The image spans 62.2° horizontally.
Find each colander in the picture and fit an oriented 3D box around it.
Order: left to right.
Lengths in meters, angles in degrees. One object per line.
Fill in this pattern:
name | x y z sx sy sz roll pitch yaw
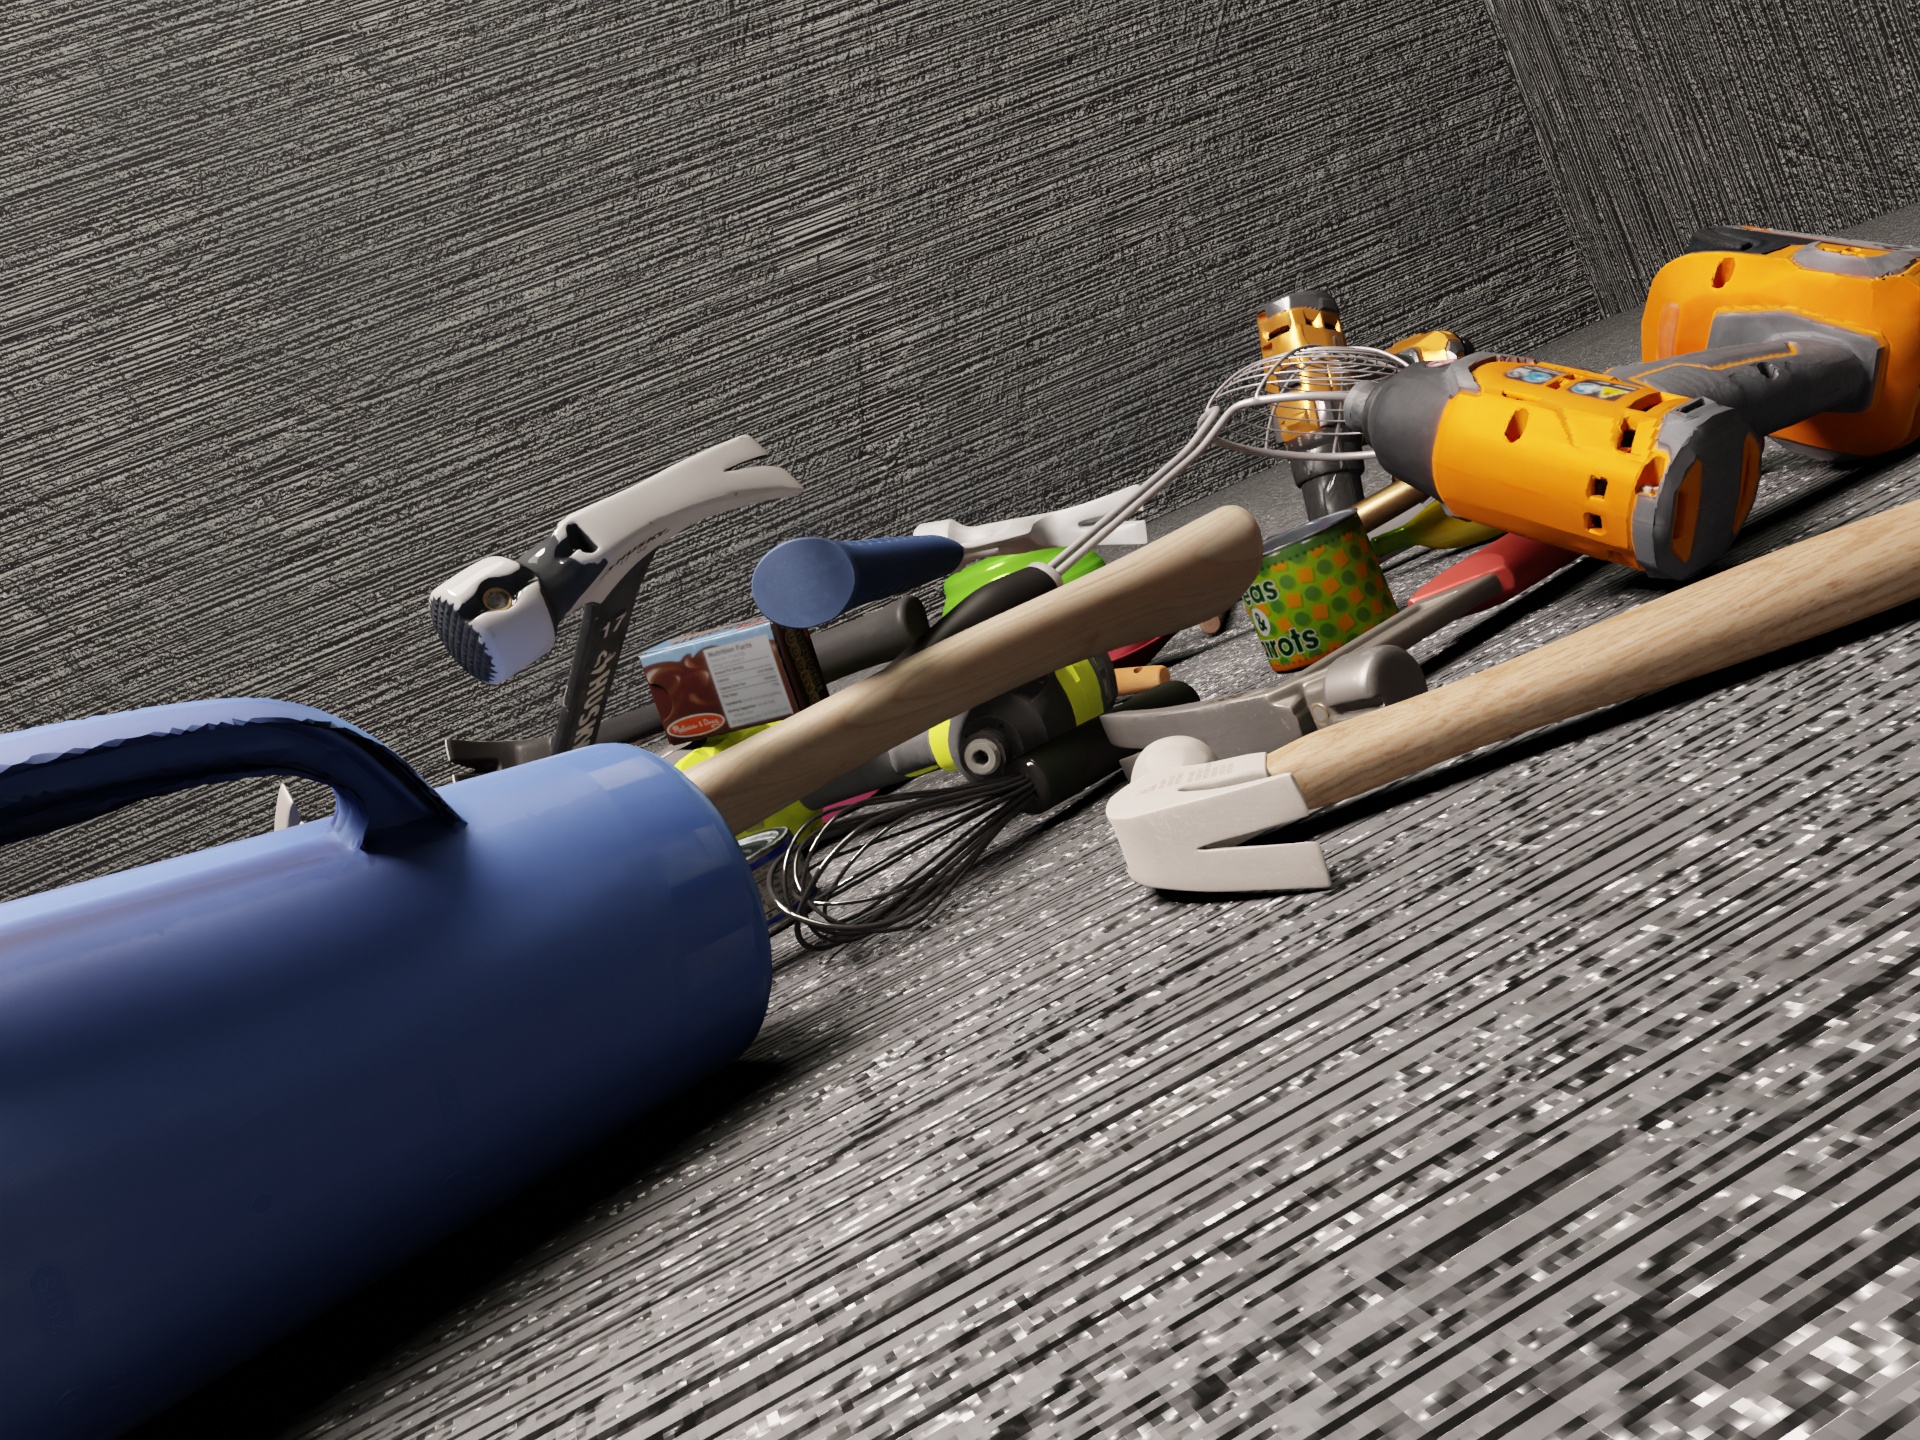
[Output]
colander | 0.034 -0.075 1.192 0.204 0.094 0.397 -22 6 17

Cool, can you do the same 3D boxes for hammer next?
hammer | -0.170 0.023 0.693 0.149 0.036 0.408 -40 -9 -34
hammer | -0.150 -0.010 0.902 0.335 0.035 0.146 -17 -6 36
hammer | -0.045 -0.001 0.604 0.410 0.146 0.038 -27 52 -23
hammer | -0.003 -0.084 0.785 0.144 0.035 0.405 -8 7 15
hammer | 0.226 -0.064 0.675 0.359 0.036 0.149 -28 8 -33
hammer | 0.197 -0.022 0.445 0.331 0.031 0.130 -22 6 14

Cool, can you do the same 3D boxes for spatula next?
spatula | -0.002 -0.003 0.974 0.323 0.041 0.081 -7 35 43

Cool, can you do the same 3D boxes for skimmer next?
skimmer | 0.094 -0.075 0.748 0.363 0.090 0.127 -40 19 -26

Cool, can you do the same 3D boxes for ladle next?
ladle | 0.184 -0.091 0.911 0.315 0.031 0.069 -30 6 25

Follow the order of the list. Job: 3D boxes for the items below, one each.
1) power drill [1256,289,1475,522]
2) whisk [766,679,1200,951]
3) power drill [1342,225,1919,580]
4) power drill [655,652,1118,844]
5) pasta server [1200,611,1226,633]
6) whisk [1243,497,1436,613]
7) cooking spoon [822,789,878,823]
power drill | 0.318 -0.220 1.209 0.226 0.185 0.084 -3 -10 -43
whisk | 0.022 0.029 0.632 0.059 0.057 0.246 26 35 34
power drill | 0.276 -0.134 0.638 0.226 0.084 0.164 -25 34 -28
power drill | -0.043 0.020 0.783 0.223 0.080 0.171 -18 8 19
pasta server | 0.179 -0.099 1.138 0.060 0.040 0.316 -34 4 16
whisk | 0.275 -0.122 0.950 0.239 0.055 0.055 -27 6 -2
cooking spoon | -0.169 0.082 0.902 0.319 0.017 0.069 -29 36 -18
